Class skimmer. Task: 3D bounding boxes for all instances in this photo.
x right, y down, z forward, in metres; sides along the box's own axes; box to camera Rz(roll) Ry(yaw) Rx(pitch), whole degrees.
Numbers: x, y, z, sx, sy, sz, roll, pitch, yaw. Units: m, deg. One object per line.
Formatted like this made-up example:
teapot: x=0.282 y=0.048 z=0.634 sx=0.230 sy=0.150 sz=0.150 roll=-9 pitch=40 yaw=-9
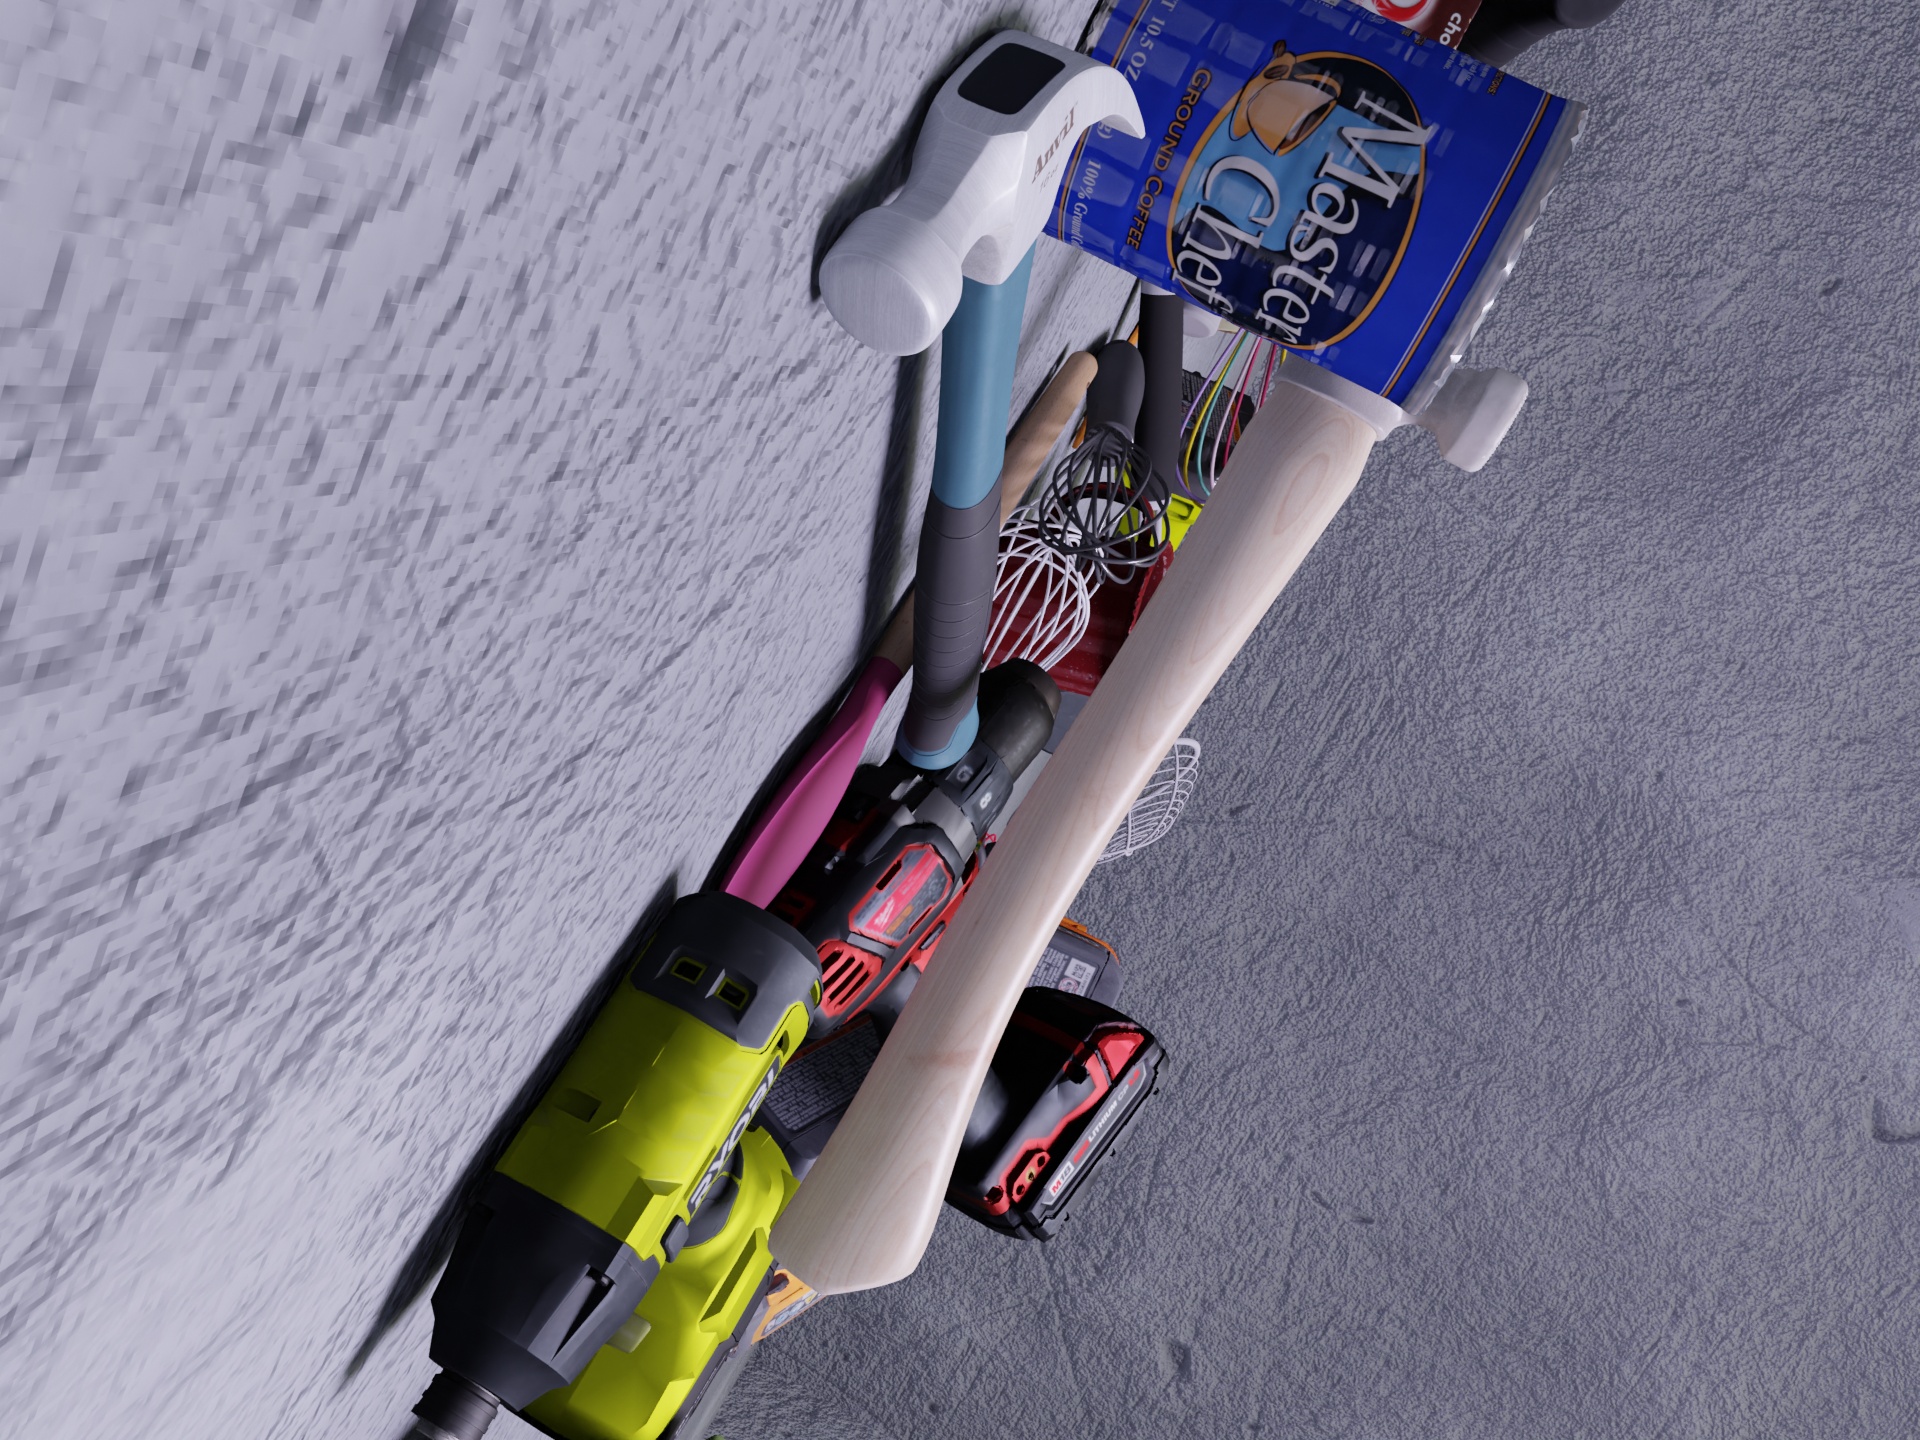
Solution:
skimmer: x=0.088 y=-0.073 z=0.905 sx=0.127 sy=0.090 sz=0.363 roll=-13 pitch=118 yaw=-26

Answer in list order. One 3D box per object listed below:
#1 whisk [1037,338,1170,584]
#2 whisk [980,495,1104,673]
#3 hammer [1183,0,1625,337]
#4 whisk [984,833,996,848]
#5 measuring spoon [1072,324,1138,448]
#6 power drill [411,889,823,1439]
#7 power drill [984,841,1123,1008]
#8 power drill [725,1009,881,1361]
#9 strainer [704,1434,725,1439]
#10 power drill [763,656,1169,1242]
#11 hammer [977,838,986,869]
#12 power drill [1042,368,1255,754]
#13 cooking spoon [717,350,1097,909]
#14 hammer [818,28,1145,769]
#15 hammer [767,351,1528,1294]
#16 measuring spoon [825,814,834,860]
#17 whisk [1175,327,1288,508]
whisk: x=0.069 y=-0.126 z=0.714 sx=0.239 sy=0.055 sz=0.055 roll=-78 pitch=-170 yaw=-57
whisk: x=-0.001 y=-0.004 z=0.790 sx=0.070 sy=0.070 sz=0.284 roll=-57 pitch=177 yaw=-42
hammer: x=0.190 y=-0.280 z=0.718 sx=0.146 sy=0.035 sz=0.335 roll=-68 pitch=-166 yaw=-6
whisk: x=-0.041 y=0.166 z=1.199 sx=0.296 sy=0.073 sz=0.073 roll=-43 pitch=161 yaw=-52
measuring spoon: x=0.093 y=-0.197 z=0.892 sx=0.117 sy=0.011 sz=0.021 roll=-60 pitch=174 yaw=-17
power drill: x=-0.114 y=0.176 z=0.546 sx=0.171 sy=0.080 sz=0.223 roll=-58 pitch=169 yaw=-31
power drill: x=0.019 y=0.170 z=0.951 sx=0.226 sy=0.084 sz=0.164 roll=-131 pitch=-114 yaw=-82
power drill: x=-0.106 y=0.252 z=0.808 sx=0.185 sy=0.084 sz=0.226 roll=-21 pitch=145 yaw=-41
strainer: x=-0.185 y=0.364 z=0.584 sx=0.151 sy=0.069 sz=0.256 roll=-4 pitch=141 yaw=-48
power drill: x=0.011 y=0.102 z=0.707 sx=0.188 sy=0.080 sz=0.226 roll=-49 pitch=129 yaw=-24
hammer: x=0.009 y=0.051 z=0.995 sx=0.409 sy=0.036 sz=0.149 roll=-65 pitch=180 yaw=-84
power drill: x=0.104 y=-0.110 z=1.020 sx=0.191 sy=0.080 sz=0.228 roll=-82 pitch=-166 yaw=-56
cooking spoon: x=-0.018 y=-0.040 z=0.639 sx=0.319 sy=0.017 sz=0.068 roll=-58 pitch=169 yaw=-27
hammer: x=0.000 y=-0.069 z=0.506 sx=0.128 sy=0.033 sz=0.330 roll=-60 pitch=170 yaw=-26
hammer: x=0.042 y=0.015 z=0.581 sx=0.410 sy=0.146 sz=0.038 roll=-59 pitch=173 yaw=-4
measuring spoon: x=-0.075 y=0.079 z=0.710 sx=0.042 sy=0.021 sz=0.128 roll=-110 pitch=-153 yaw=-50
whisk: x=0.178 y=-0.230 z=0.863 sx=0.245 sy=0.051 sz=0.047 roll=-71 pitch=-159 yaw=8
